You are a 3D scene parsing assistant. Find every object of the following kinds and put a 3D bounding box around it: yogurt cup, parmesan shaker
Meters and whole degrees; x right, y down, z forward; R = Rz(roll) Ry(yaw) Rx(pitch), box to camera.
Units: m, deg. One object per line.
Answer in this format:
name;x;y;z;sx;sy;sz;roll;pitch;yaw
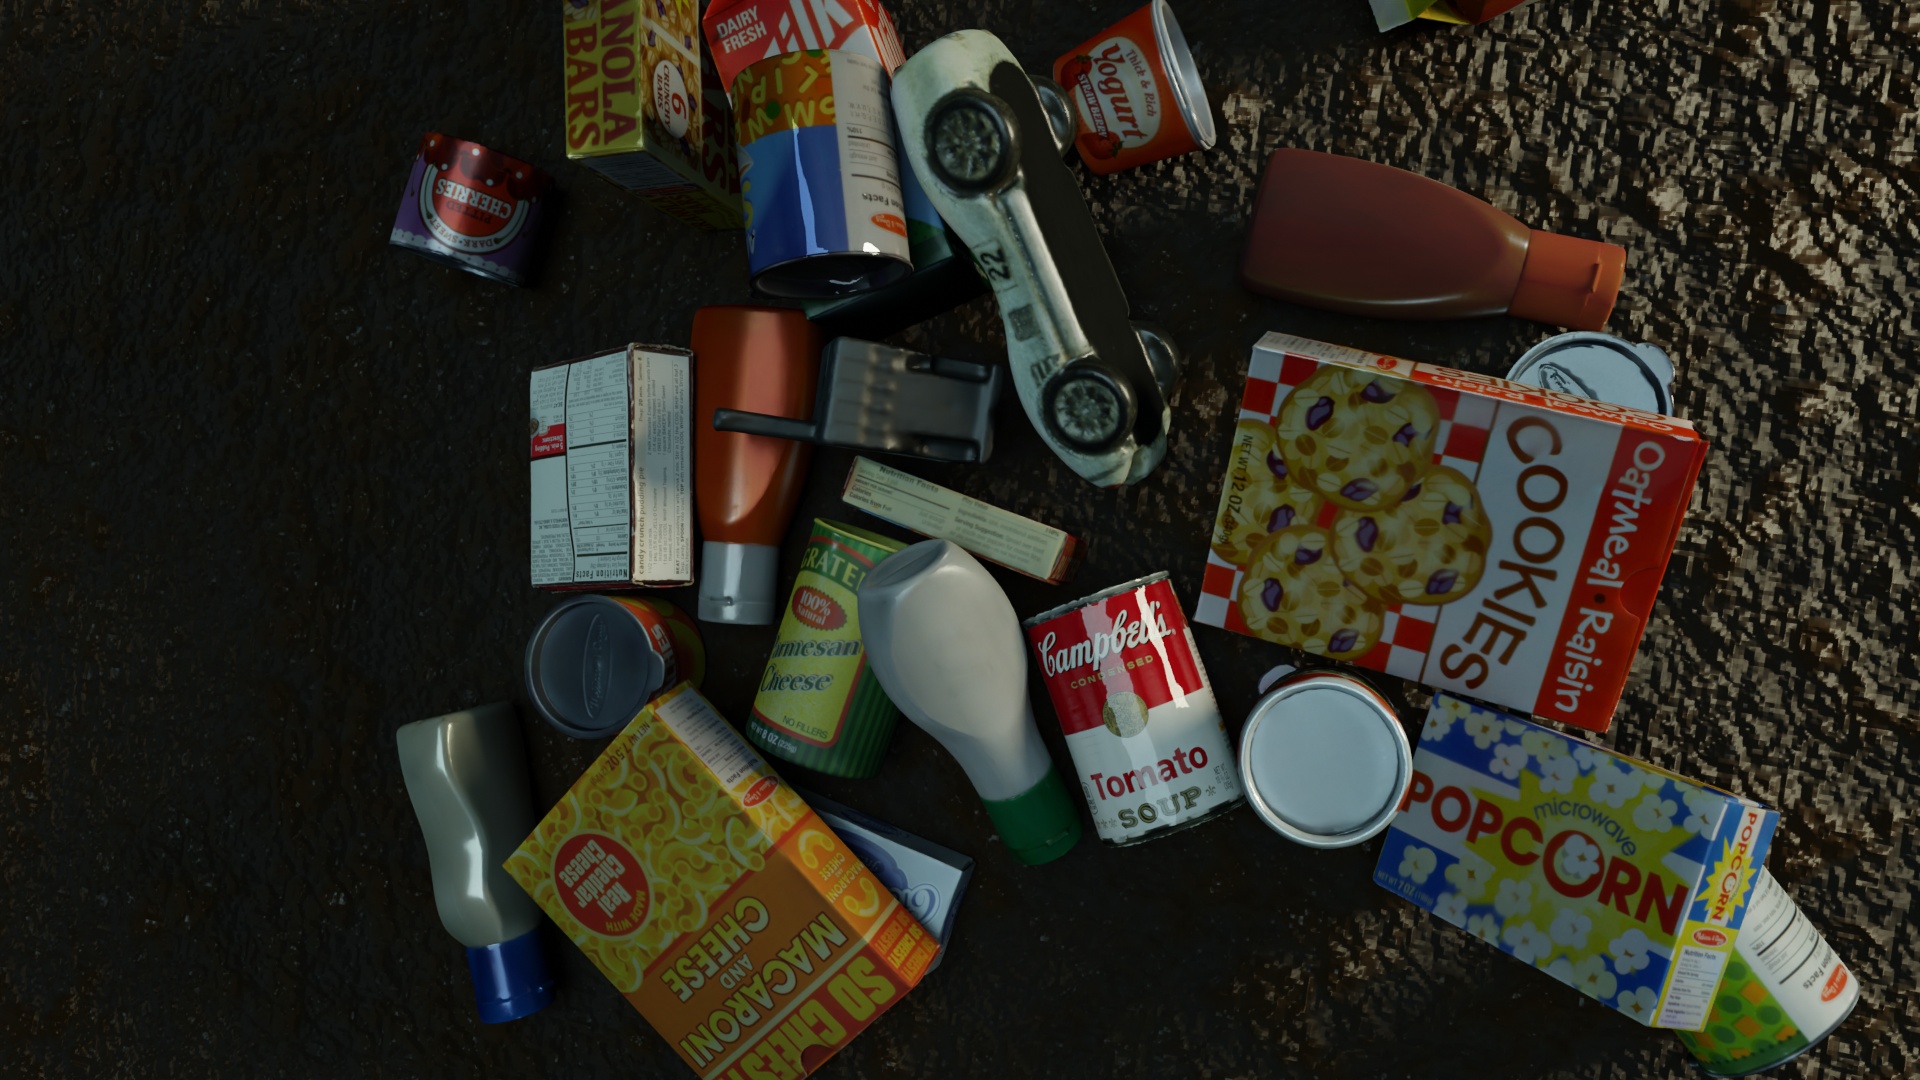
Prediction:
yogurt cup;0.076;-0.196;0.610;0.054;0.072;0.072;-18;83;22
parmesan shaker;-0.048;0.049;0.626;0.071;0.071;0.103;19;92;15

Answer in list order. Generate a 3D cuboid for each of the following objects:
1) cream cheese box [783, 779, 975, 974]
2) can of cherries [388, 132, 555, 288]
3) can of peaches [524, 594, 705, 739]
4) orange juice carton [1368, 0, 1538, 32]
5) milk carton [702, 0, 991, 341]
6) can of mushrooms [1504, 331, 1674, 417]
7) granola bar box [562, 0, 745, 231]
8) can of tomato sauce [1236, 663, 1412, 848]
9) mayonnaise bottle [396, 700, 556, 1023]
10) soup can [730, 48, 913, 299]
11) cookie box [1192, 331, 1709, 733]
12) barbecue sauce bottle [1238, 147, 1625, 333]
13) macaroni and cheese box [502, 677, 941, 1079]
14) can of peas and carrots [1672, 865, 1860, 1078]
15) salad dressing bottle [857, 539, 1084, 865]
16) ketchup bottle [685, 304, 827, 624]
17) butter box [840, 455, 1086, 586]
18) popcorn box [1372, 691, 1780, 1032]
cream cheese box;-0.050;0.155;0.644;0.104;0.024;0.053;19;94;15
can of cherries;-0.240;-0.163;0.687;0.071;0.071;0.058;18;91;15
can of peaches;-0.160;0.059;0.661;0.071;0.058;0.071;-1;87;14
orange juice carton;0.253;-0.273;0.562;0.192;0.073;0.072;-18;83;14
milk carton;-0.058;-0.194;0.640;0.073;0.072;0.190;-22;82;13
can of mushrooms;0.256;-0.052;0.570;0.071;0.033;0.071;-1;87;15
granola bar box;-0.134;-0.238;0.635;0.039;0.124;0.165;-3;86;15
can of tomato sauce;0.147;0.084;0.566;0.071;0.083;0.071;-1;88;15
mayonnaise bottle;-0.230;0.155;0.674;0.041;0.065;0.148;-13;88;17
soup can;-0.059;-0.146;0.567;0.071;0.071;0.084;-8;86;14
cookie box;0.189;-0.005;0.558;0.167;0.040;0.122;15;112;18
barbecue sauce bottle;0.197;-0.121;0.584;0.148;0.043;0.065;15;92;14
macaroni and cheese box;-0.110;0.165;0.625;0.166;0.040;0.123;46;114;4
can of peas and carrots;0.292;0.162;0.534;0.071;0.071;0.059;-38;79;10
salad dressing bottle;0.008;0.072;0.594;0.064;0.044;0.147;-32;110;-15
ketchup bottle;-0.101;-0.035;0.657;0.065;0.043;0.148;4;88;16
butter box;0.002;-0.008;0.624;0.103;0.053;0.024;21;91;14
popcorn box;0.228;0.118;0.531;0.127;0.038;0.085;21;93;55
